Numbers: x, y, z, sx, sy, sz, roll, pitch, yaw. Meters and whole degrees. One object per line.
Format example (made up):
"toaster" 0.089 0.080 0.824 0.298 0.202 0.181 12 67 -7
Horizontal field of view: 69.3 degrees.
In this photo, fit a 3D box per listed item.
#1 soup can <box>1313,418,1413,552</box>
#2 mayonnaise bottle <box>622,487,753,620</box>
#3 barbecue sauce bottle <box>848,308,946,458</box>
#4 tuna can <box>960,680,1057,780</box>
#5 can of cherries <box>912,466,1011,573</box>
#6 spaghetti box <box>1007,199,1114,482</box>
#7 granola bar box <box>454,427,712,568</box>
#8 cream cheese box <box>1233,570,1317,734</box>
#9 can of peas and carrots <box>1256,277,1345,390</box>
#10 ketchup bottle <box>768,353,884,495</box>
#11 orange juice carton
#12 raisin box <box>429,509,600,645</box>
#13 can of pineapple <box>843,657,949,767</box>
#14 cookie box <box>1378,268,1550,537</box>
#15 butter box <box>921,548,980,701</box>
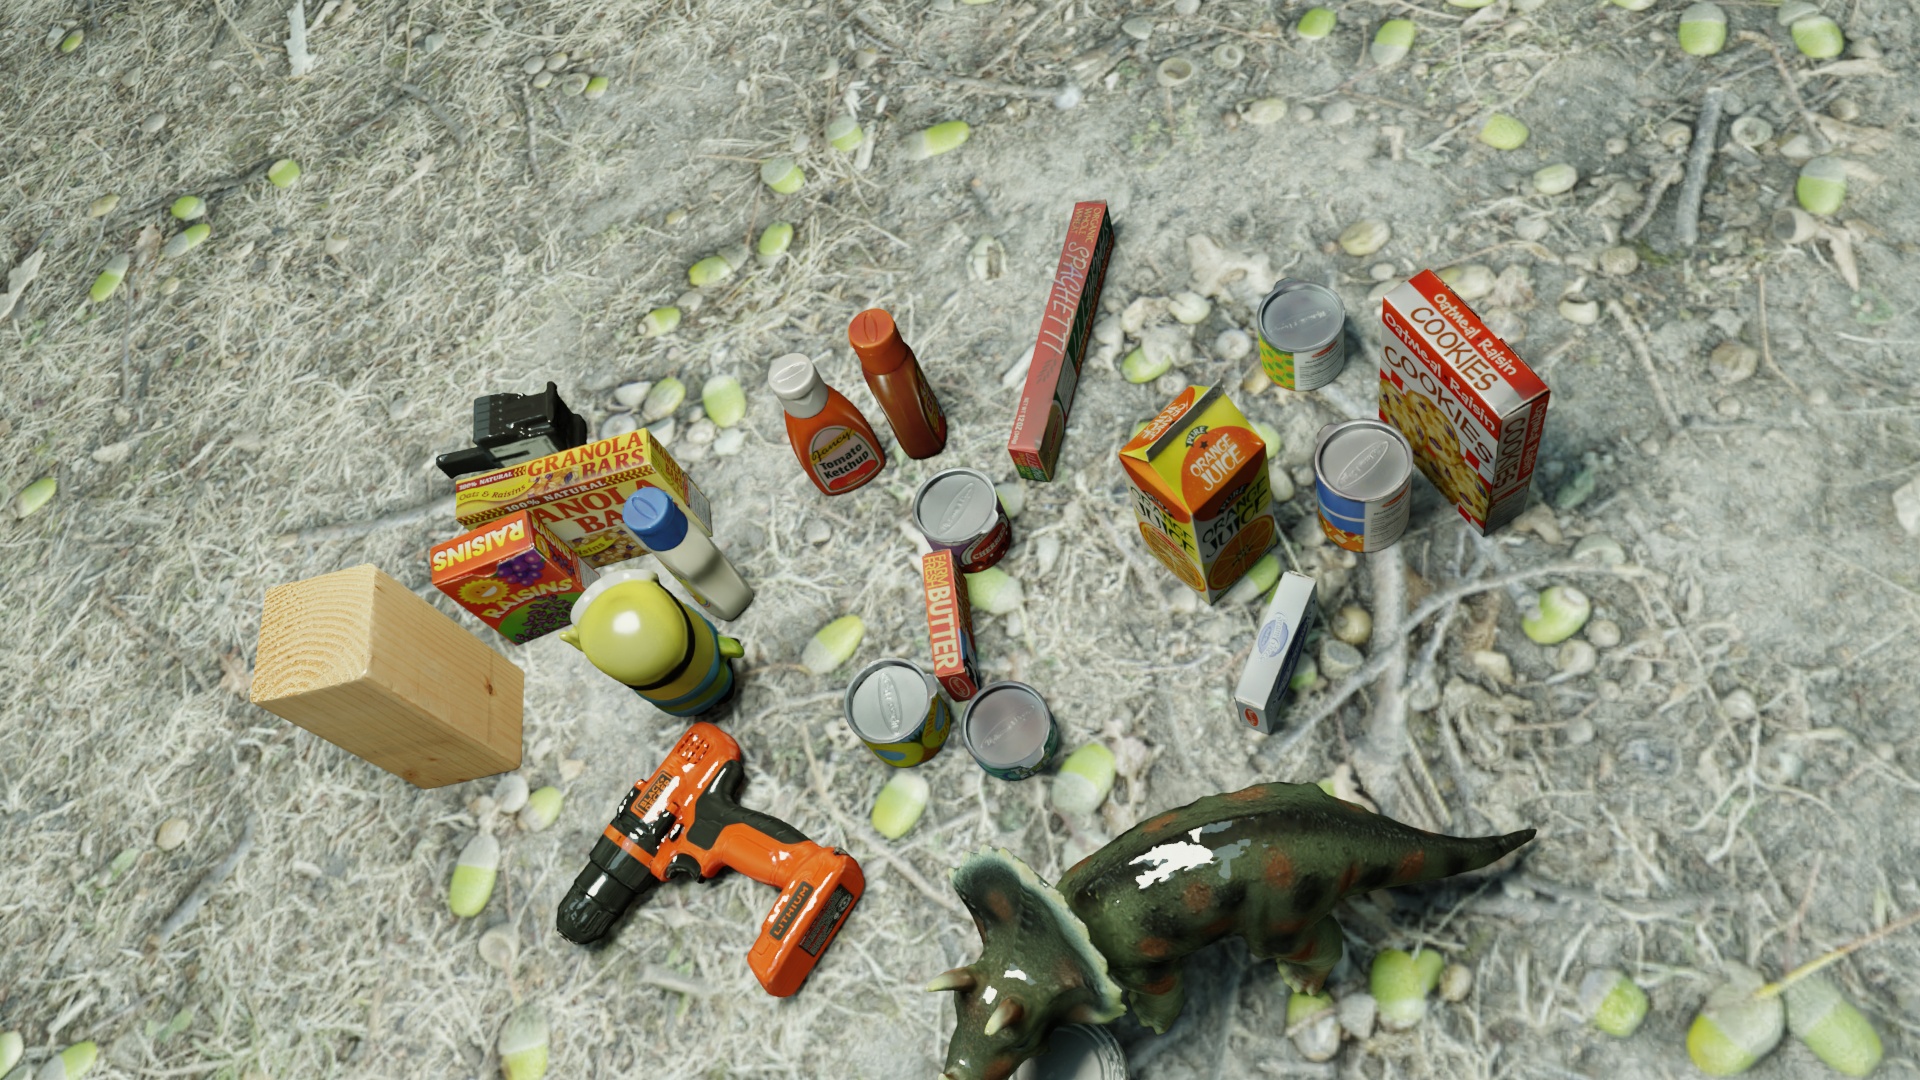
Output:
"soup can" 0.287 -0.040 0.997 0.071 0.083 0.071 -7 62 12
"mayonnaise bottle" -0.212 0.009 1.072 0.065 0.147 0.041 35 77 28
"barbecue sauce bottle" -0.050 -0.126 1.098 0.043 0.148 0.065 -16 60 7
"tuna can" 0.037 0.139 1.001 0.071 0.032 0.071 -6 61 12
"can of cherries" 0.004 -0.013 1.076 0.071 0.058 0.072 -7 62 12
"spaghetti box" 0.085 -0.168 1.140 0.029 0.050 0.251 7 65 19
"granola bar box" -0.303 -0.026 1.129 0.165 0.123 0.039 -15 60 8
"cream cheese box" 0.221 0.078 0.970 0.024 0.053 0.104 18 69 23
"can of peas and carrots" 0.264 -0.160 1.082 0.071 0.058 0.071 -7 62 12
"ketchup bottle" -0.110 -0.093 1.097 0.065 0.148 0.044 -29 59 0
"orange juice carton" 0.165 -0.037 0.966 0.072 0.192 0.073 -42 60 -8
"raisin box" -0.353 0.032 1.113 0.086 0.123 0.040 -21 60 4
"can of pineapple" -0.044 0.126 1.015 0.071 0.057 0.071 -7 62 12
"cookie box" 0.343 -0.093 0.961 0.040 0.167 0.123 -32 59 -2
"butter box" -0.007 0.063 1.041 0.024 0.053 0.104 -13 60 9
